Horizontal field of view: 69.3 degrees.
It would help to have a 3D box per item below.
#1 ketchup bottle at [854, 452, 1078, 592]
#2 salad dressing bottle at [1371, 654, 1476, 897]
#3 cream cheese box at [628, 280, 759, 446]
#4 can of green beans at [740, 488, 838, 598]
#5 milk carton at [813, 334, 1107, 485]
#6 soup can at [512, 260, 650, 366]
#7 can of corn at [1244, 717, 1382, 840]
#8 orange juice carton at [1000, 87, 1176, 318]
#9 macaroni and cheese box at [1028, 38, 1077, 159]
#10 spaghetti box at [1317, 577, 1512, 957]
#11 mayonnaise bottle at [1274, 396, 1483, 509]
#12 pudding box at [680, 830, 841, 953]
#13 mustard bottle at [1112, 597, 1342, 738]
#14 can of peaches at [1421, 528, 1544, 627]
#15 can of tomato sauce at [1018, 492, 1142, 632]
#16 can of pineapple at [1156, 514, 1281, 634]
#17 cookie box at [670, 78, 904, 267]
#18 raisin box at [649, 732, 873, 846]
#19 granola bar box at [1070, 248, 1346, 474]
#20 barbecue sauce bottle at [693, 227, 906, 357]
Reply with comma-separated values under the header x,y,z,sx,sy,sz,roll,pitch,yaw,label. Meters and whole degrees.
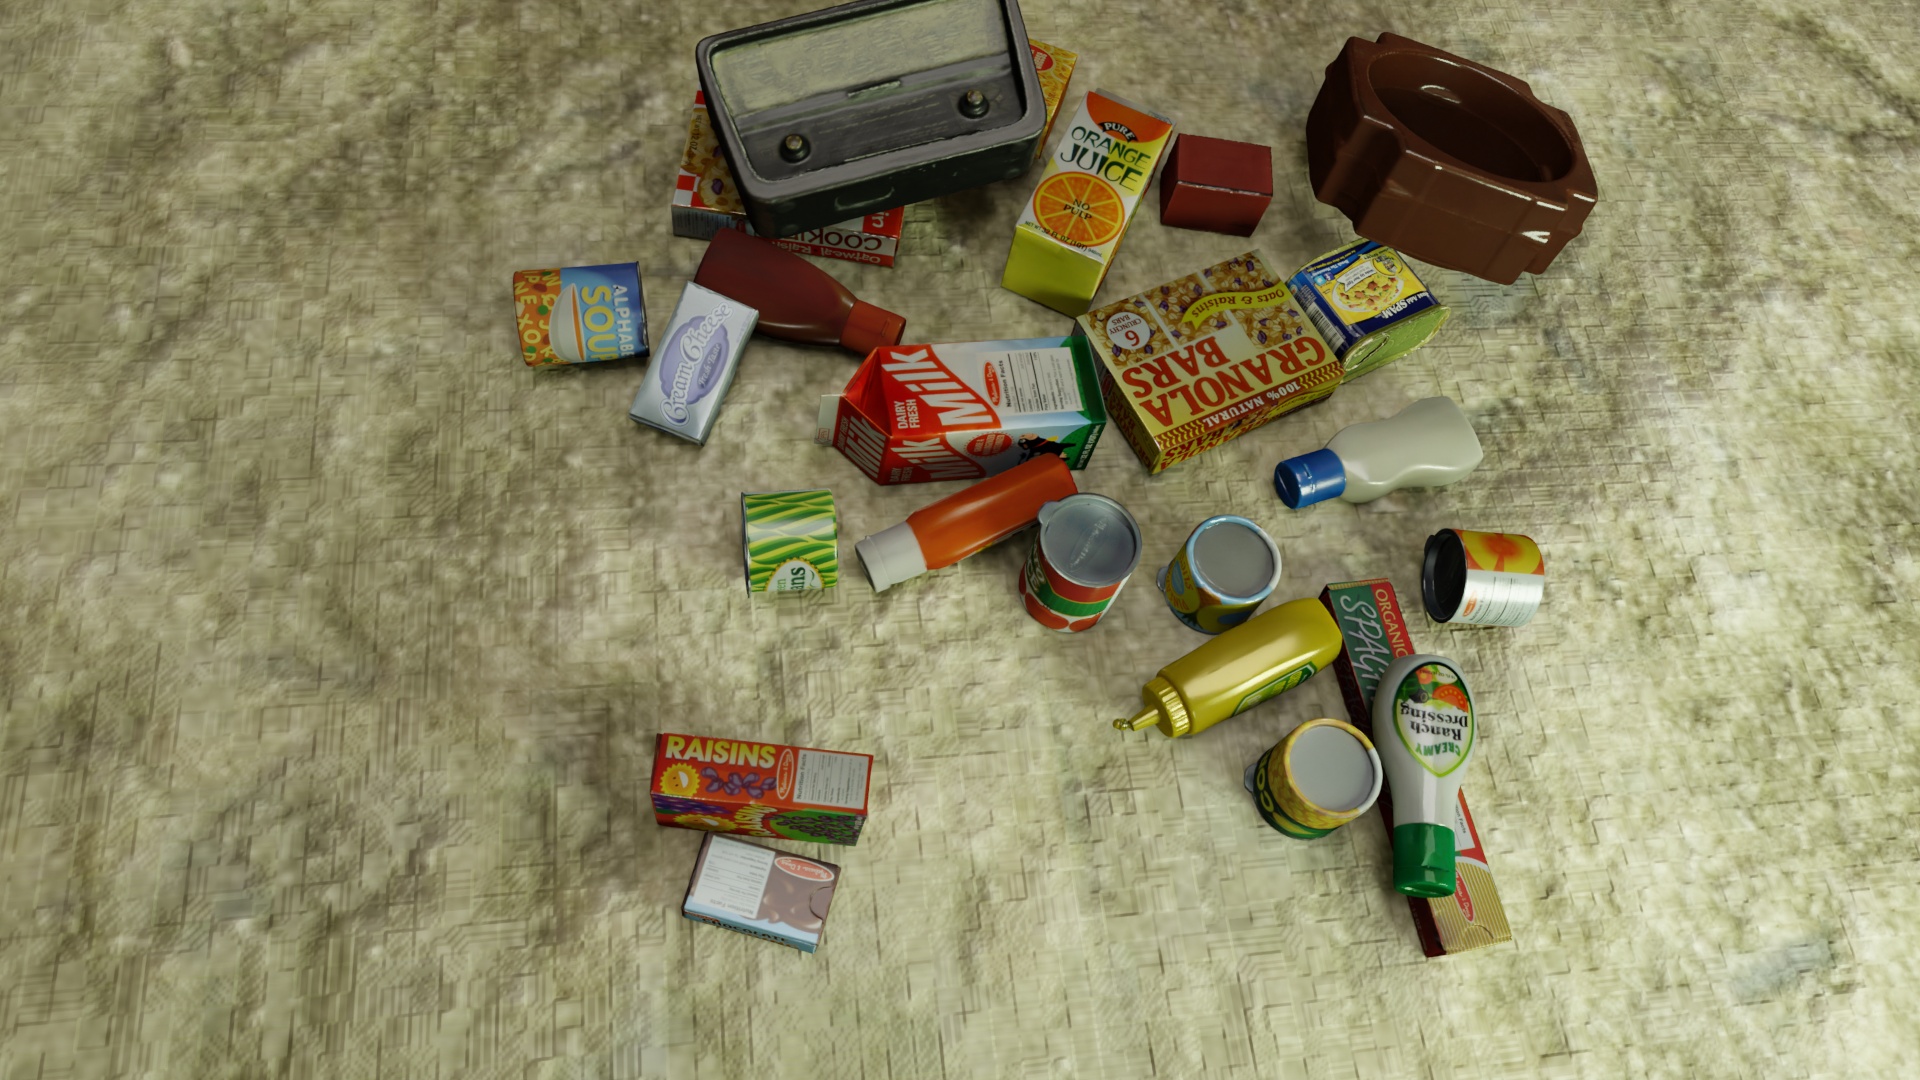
x,y,z,sx,sy,sz,roll,pitch,yaw,label
0.003,-0.012,0.930,0.149,0.064,0.043,-24,95,-9,ketchup bottle
0.292,0.147,0.873,0.064,0.043,0.148,10,64,-3,salad dressing bottle
-0.182,-0.121,0.955,0.053,0.024,0.104,22,82,1,cream cheese box
-0.112,0.000,0.902,0.058,0.071,0.071,-3,65,-11,can of green beans
-0.004,-0.089,0.958,0.191,0.072,0.074,-5,66,-12,milk carton
-0.258,-0.154,0.951,0.084,0.071,0.071,-7,66,-11,soup can
0.224,0.152,0.886,0.071,0.058,0.071,4,64,-7,can of corn
0.103,-0.270,1.061,0.072,0.072,0.193,24,63,3,orange juice carton
-0.001,-0.368,1.088,0.166,0.040,0.124,19,42,0,macaroni and cheese box
0.295,0.144,0.917,0.050,0.028,0.251,-7,66,-12,spaghetti box
0.301,-0.059,1.009,0.148,0.041,0.065,-16,67,-14,mayonnaise bottle
-0.118,0.208,0.821,0.084,0.030,0.050,15,62,-1,pudding box
0.170,0.091,0.906,0.160,0.065,0.049,-25,66,-13,mustard bottle
0.361,0.025,0.964,0.058,0.071,0.071,4,64,-6,can of peaches
0.075,0.016,0.914,0.071,0.082,0.071,3,64,-7,can of tomato sauce
0.175,0.023,0.940,0.071,0.057,0.071,3,65,-7,can of pineapple
-0.123,-0.278,1.047,0.167,0.040,0.123,8,64,-5,cookie box
-0.117,0.147,0.820,0.123,0.085,0.040,7,66,-5,raisin box
0.181,-0.134,1.026,0.166,0.039,0.124,-23,70,-18,granola bar box
-0.114,-0.169,0.995,0.148,0.043,0.065,22,78,1,barbecue sauce bottle
